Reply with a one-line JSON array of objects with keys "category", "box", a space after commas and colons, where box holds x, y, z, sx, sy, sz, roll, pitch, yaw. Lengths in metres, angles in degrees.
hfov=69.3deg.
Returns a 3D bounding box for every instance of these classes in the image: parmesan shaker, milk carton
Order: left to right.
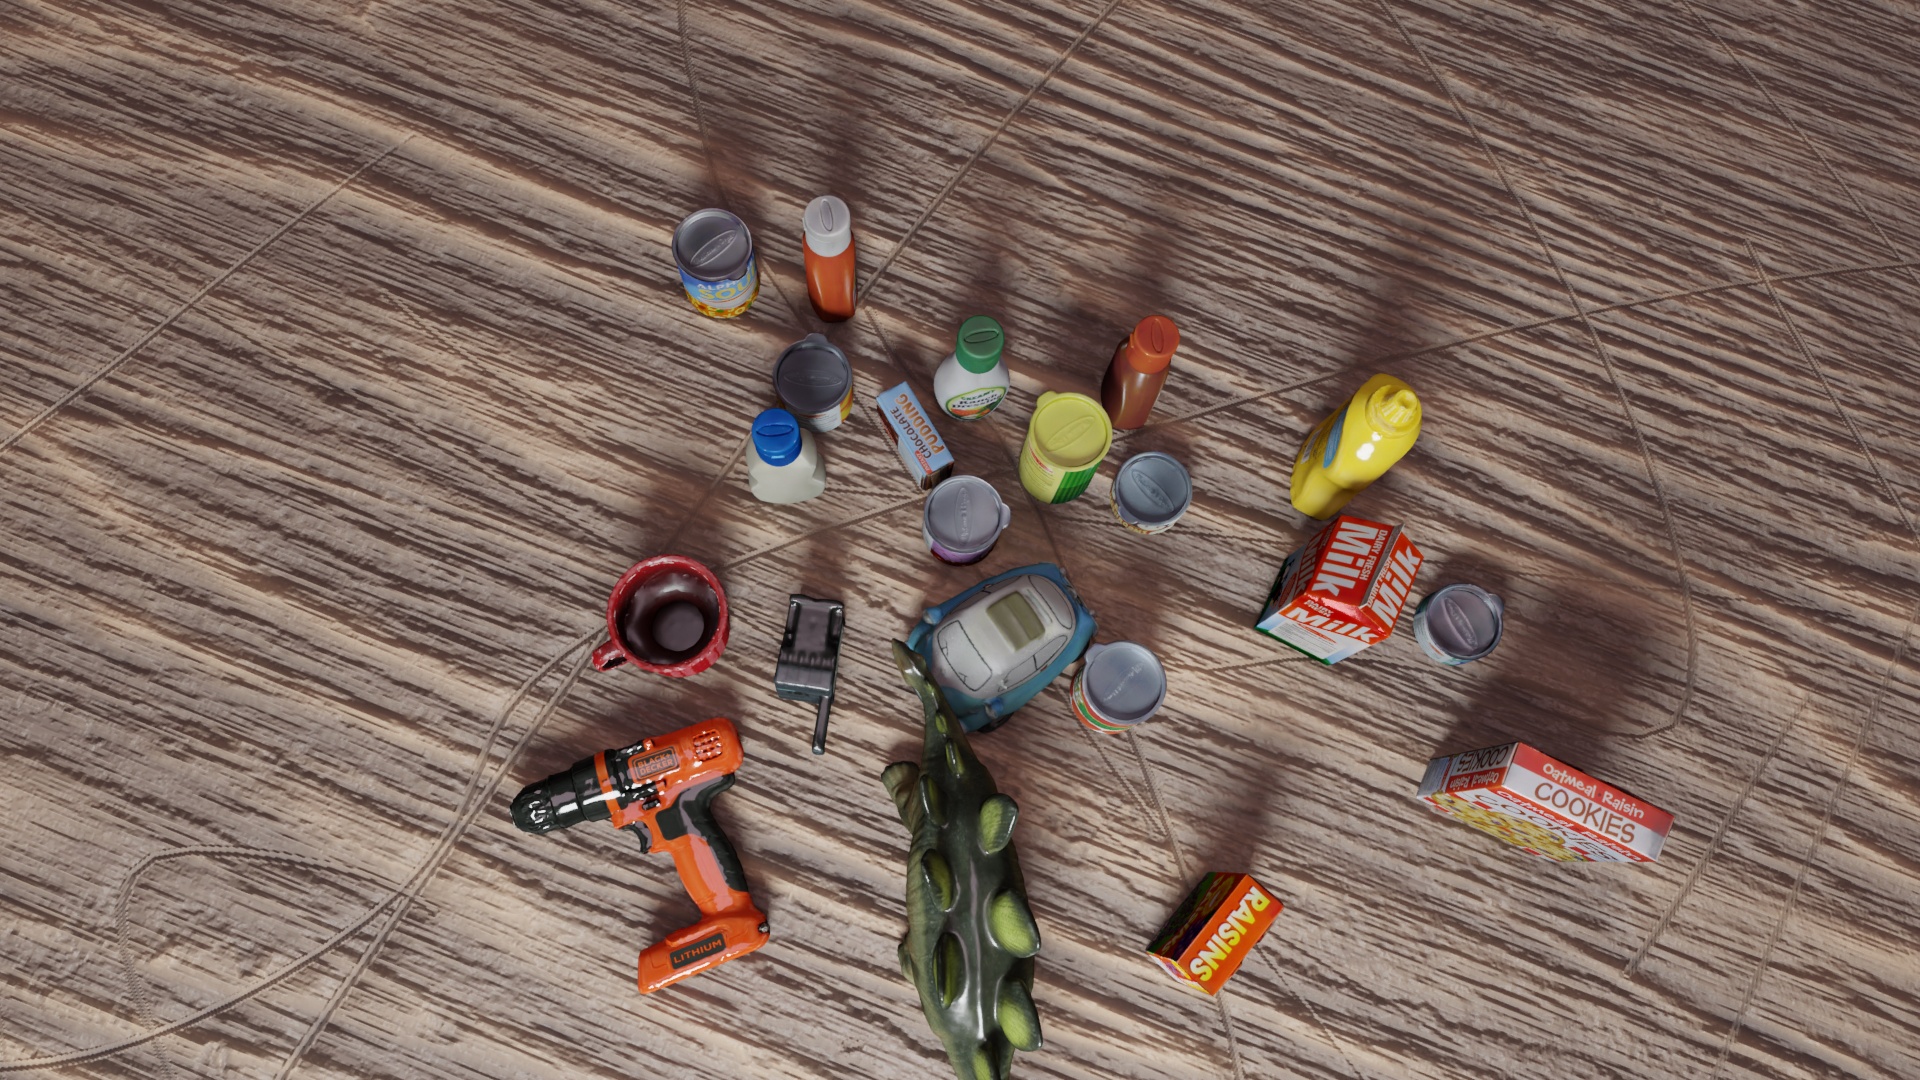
[{"category": "parmesan shaker", "box": [0.084, -0.077, 1.152, 0.071, 0.103, 0.071, 1, 76, -3]}, {"category": "milk carton", "box": [0.300, 0.039, 1.091, 0.073, 0.190, 0.072, 27, 77, 3]}]

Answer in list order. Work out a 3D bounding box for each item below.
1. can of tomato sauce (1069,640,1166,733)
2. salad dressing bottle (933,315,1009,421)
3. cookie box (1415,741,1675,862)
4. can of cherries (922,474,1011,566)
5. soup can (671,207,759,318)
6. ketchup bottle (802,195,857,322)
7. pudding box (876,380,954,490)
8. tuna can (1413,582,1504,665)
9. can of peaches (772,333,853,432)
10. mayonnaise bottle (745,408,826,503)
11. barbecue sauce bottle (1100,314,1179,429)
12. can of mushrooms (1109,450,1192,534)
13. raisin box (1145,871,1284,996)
[{"category": "can of tomato sauce", "box": [0.123, 0.118, 1.116, 0.071, 0.083, 0.071, 1, 76, -3]}, {"category": "salad dressing bottle", "box": [0.011, -0.141, 1.141, 0.064, 0.147, 0.044, -12, 78, -6]}, {"category": "cookie box", "box": [0.444, 0.203, 1.070, 0.123, 0.167, 0.040, 25, 77, 3]}, {"category": "can of cherries", "box": [0.004, -0.014, 1.155, 0.071, 0.058, 0.071, 1, 76, -3]}, {"category": "soup can", "box": [-0.205, -0.233, 1.184, 0.071, 0.083, 0.071, 1, 76, -3]}, {"category": "ketchup bottle", "box": [-0.109, -0.237, 1.157, 0.043, 0.148, 0.065, -9, 77, -5]}, {"category": "pudding box", "box": [-0.039, -0.088, 1.175, 0.030, 0.049, 0.084, -30, 80, -9]}, {"category": "tuna can", "box": [0.421, 0.070, 1.171, 0.071, 0.032, 0.071, 1, 76, -3]}, {"category": "can of peaches", "box": [-0.124, -0.132, 1.177, 0.071, 0.058, 0.071, 1, 76, -3]}, {"category": "mayonnaise bottle", "box": [-0.142, -0.067, 1.114, 0.065, 0.147, 0.041, -5, 77, -4]}, {"category": "barbecue sauce bottle", "box": [0.148, -0.142, 1.149, 0.044, 0.148, 0.065, -1, 77, -3]}, {"category": "can of mushrooms", "box": [0.160, -0.039, 1.183, 0.071, 0.033, 0.071, 1, 76, -3]}, {"category": "raisin box", "box": [0.191, 0.297, 1.055, 0.040, 0.123, 0.086, 42, 78, 7]}]
